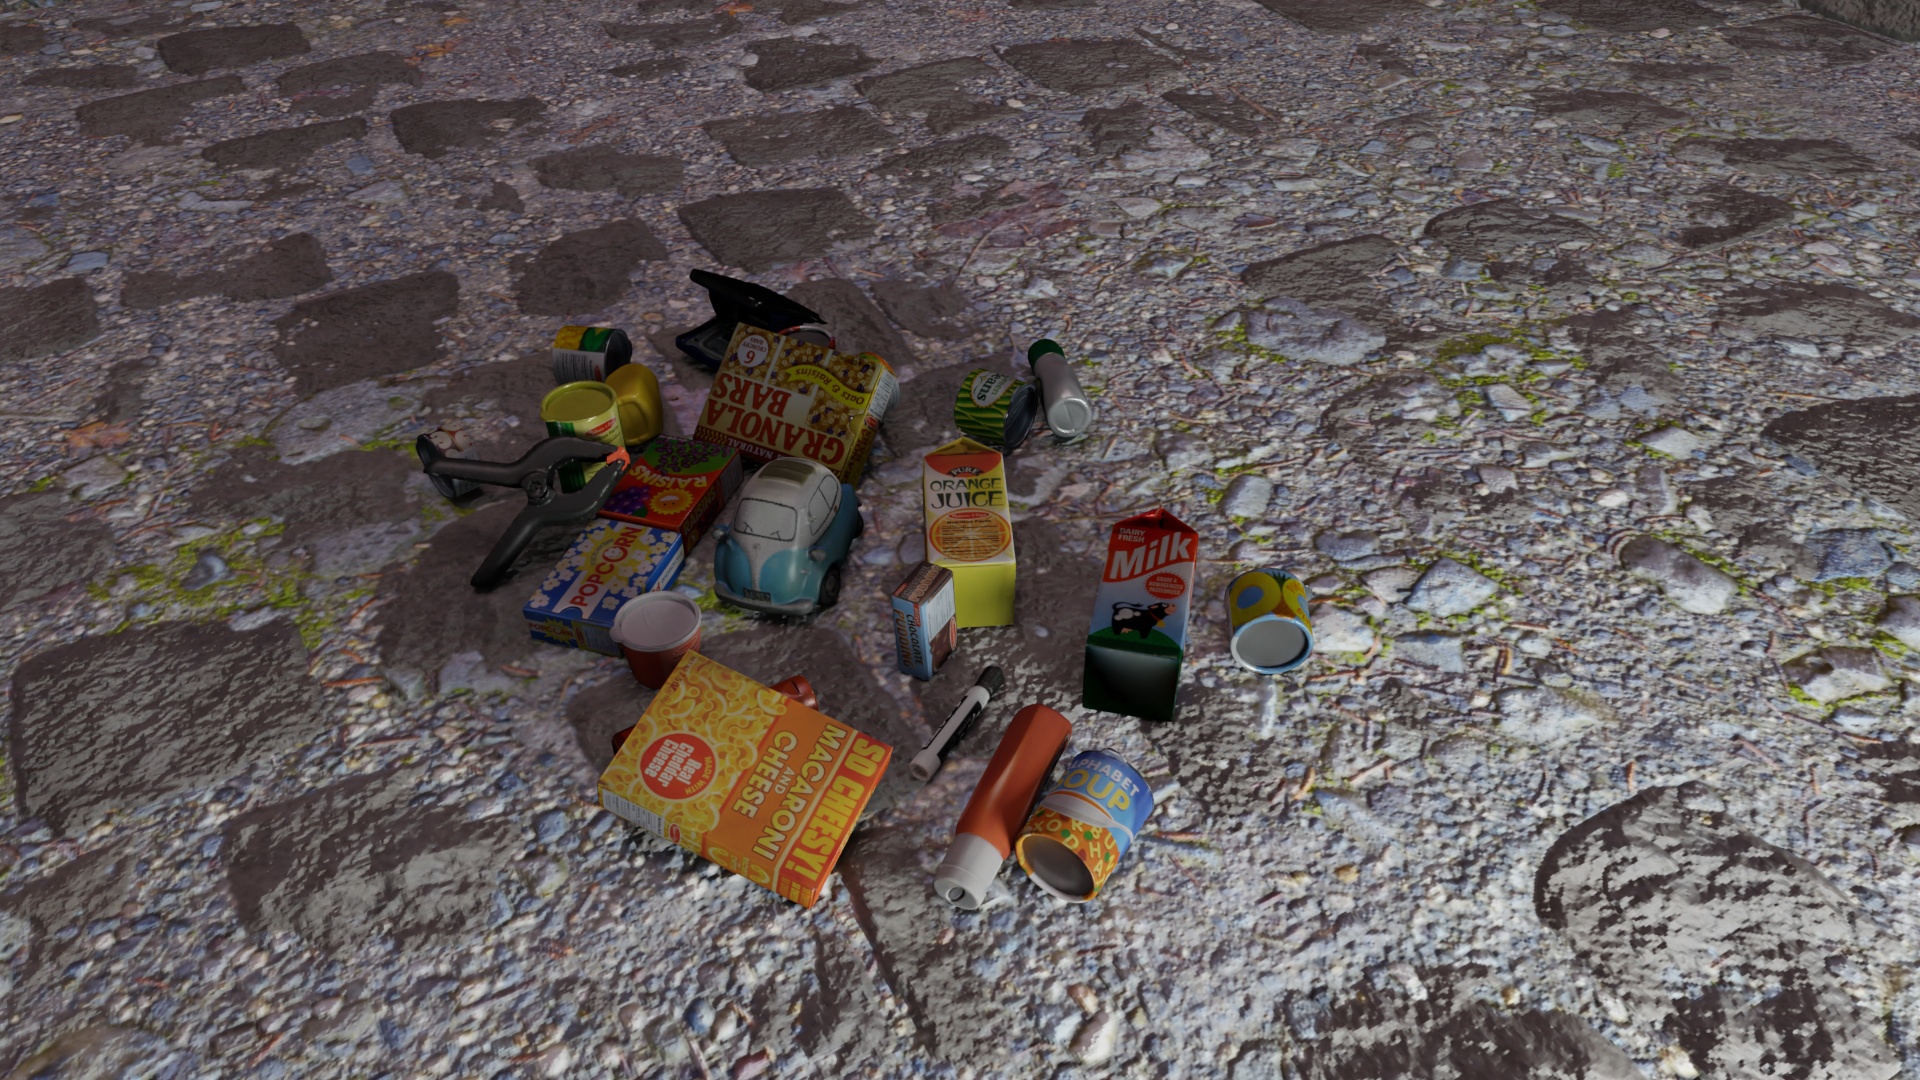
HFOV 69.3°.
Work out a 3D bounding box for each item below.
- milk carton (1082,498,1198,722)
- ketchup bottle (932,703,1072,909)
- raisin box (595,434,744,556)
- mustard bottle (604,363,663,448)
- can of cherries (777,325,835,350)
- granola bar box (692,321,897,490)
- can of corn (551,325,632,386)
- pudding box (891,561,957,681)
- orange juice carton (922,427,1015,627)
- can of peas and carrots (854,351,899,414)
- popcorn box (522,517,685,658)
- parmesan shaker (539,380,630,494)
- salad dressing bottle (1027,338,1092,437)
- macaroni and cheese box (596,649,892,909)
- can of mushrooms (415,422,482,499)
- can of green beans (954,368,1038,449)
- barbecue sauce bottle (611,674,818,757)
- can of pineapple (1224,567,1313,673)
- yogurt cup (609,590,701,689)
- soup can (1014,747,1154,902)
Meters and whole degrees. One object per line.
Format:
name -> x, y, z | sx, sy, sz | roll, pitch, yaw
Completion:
milk carton -> 0.150, 0.050, 1.126 | 0.073, 0.072, 0.192 | 8, 40, 11
ketchup bottle -> 0.028, 0.186, 0.974 | 0.043, 0.064, 0.149 | 31, 54, 2
raisin box -> -0.264, -0.042, 1.268 | 0.086, 0.039, 0.124 | 11, 40, 14
mustard bottle -> -0.322, -0.141, 1.369 | 0.049, 0.065, 0.161 | -20, 24, -3
can of cherries -> -0.160, -0.178, 1.414 | 0.071, 0.058, 0.072 | 0, 39, 0
granola bar box -> -0.158, -0.126, 1.314 | 0.166, 0.039, 0.124 | 18, 84, 22
can of corn -> -0.377, -0.187, 1.423 | 0.058, 0.070, 0.071 | 6, 40, 8
pudding box -> -0.028, 0.065, 1.102 | 0.030, 0.083, 0.050 | 17, 43, 25
orange juice carton -> 0.004, -0.015, 1.206 | 0.073, 0.071, 0.194 | -2, 40, -2
can of peas and carrots -> -0.104, -0.147, 1.370 | 0.071, 0.070, 0.059 | 29, 47, 31
popcorn box -> -0.298, 0.037, 1.173 | 0.085, 0.038, 0.127 | 11, 41, 12
parmesan shaker -> -0.342, -0.084, 1.269 | 0.071, 0.102, 0.072 | 0, 39, 0
salad dressing bottle -> 0.096, -0.156, 1.388 | 0.044, 0.064, 0.148 | -21, 32, 5
macaroni and cheese box -> -0.149, 0.165, 0.976 | 0.166, 0.040, 0.124 | 25, 53, 7
can of mushrooms -> -0.474, -0.075, 1.288 | 0.033, 0.070, 0.071 | -31, 49, -32
can of green beans -> 0.034, -0.128, 1.347 | 0.058, 0.071, 0.071 | 21, 44, 24
barbecue sauce bottle -> -0.180, 0.145, 1.038 | 0.149, 0.043, 0.065 | -22, 50, -24
can of pineapple -> 0.248, 0.064, 1.111 | 0.071, 0.070, 0.058 | 2, 41, 3
yogurt cup -> -0.238, 0.081, 1.107 | 0.072, 0.053, 0.073 | 0, 40, 0
soup can -> 0.085, 0.194, 0.954 | 0.071, 0.071, 0.084 | 22, 45, 24
